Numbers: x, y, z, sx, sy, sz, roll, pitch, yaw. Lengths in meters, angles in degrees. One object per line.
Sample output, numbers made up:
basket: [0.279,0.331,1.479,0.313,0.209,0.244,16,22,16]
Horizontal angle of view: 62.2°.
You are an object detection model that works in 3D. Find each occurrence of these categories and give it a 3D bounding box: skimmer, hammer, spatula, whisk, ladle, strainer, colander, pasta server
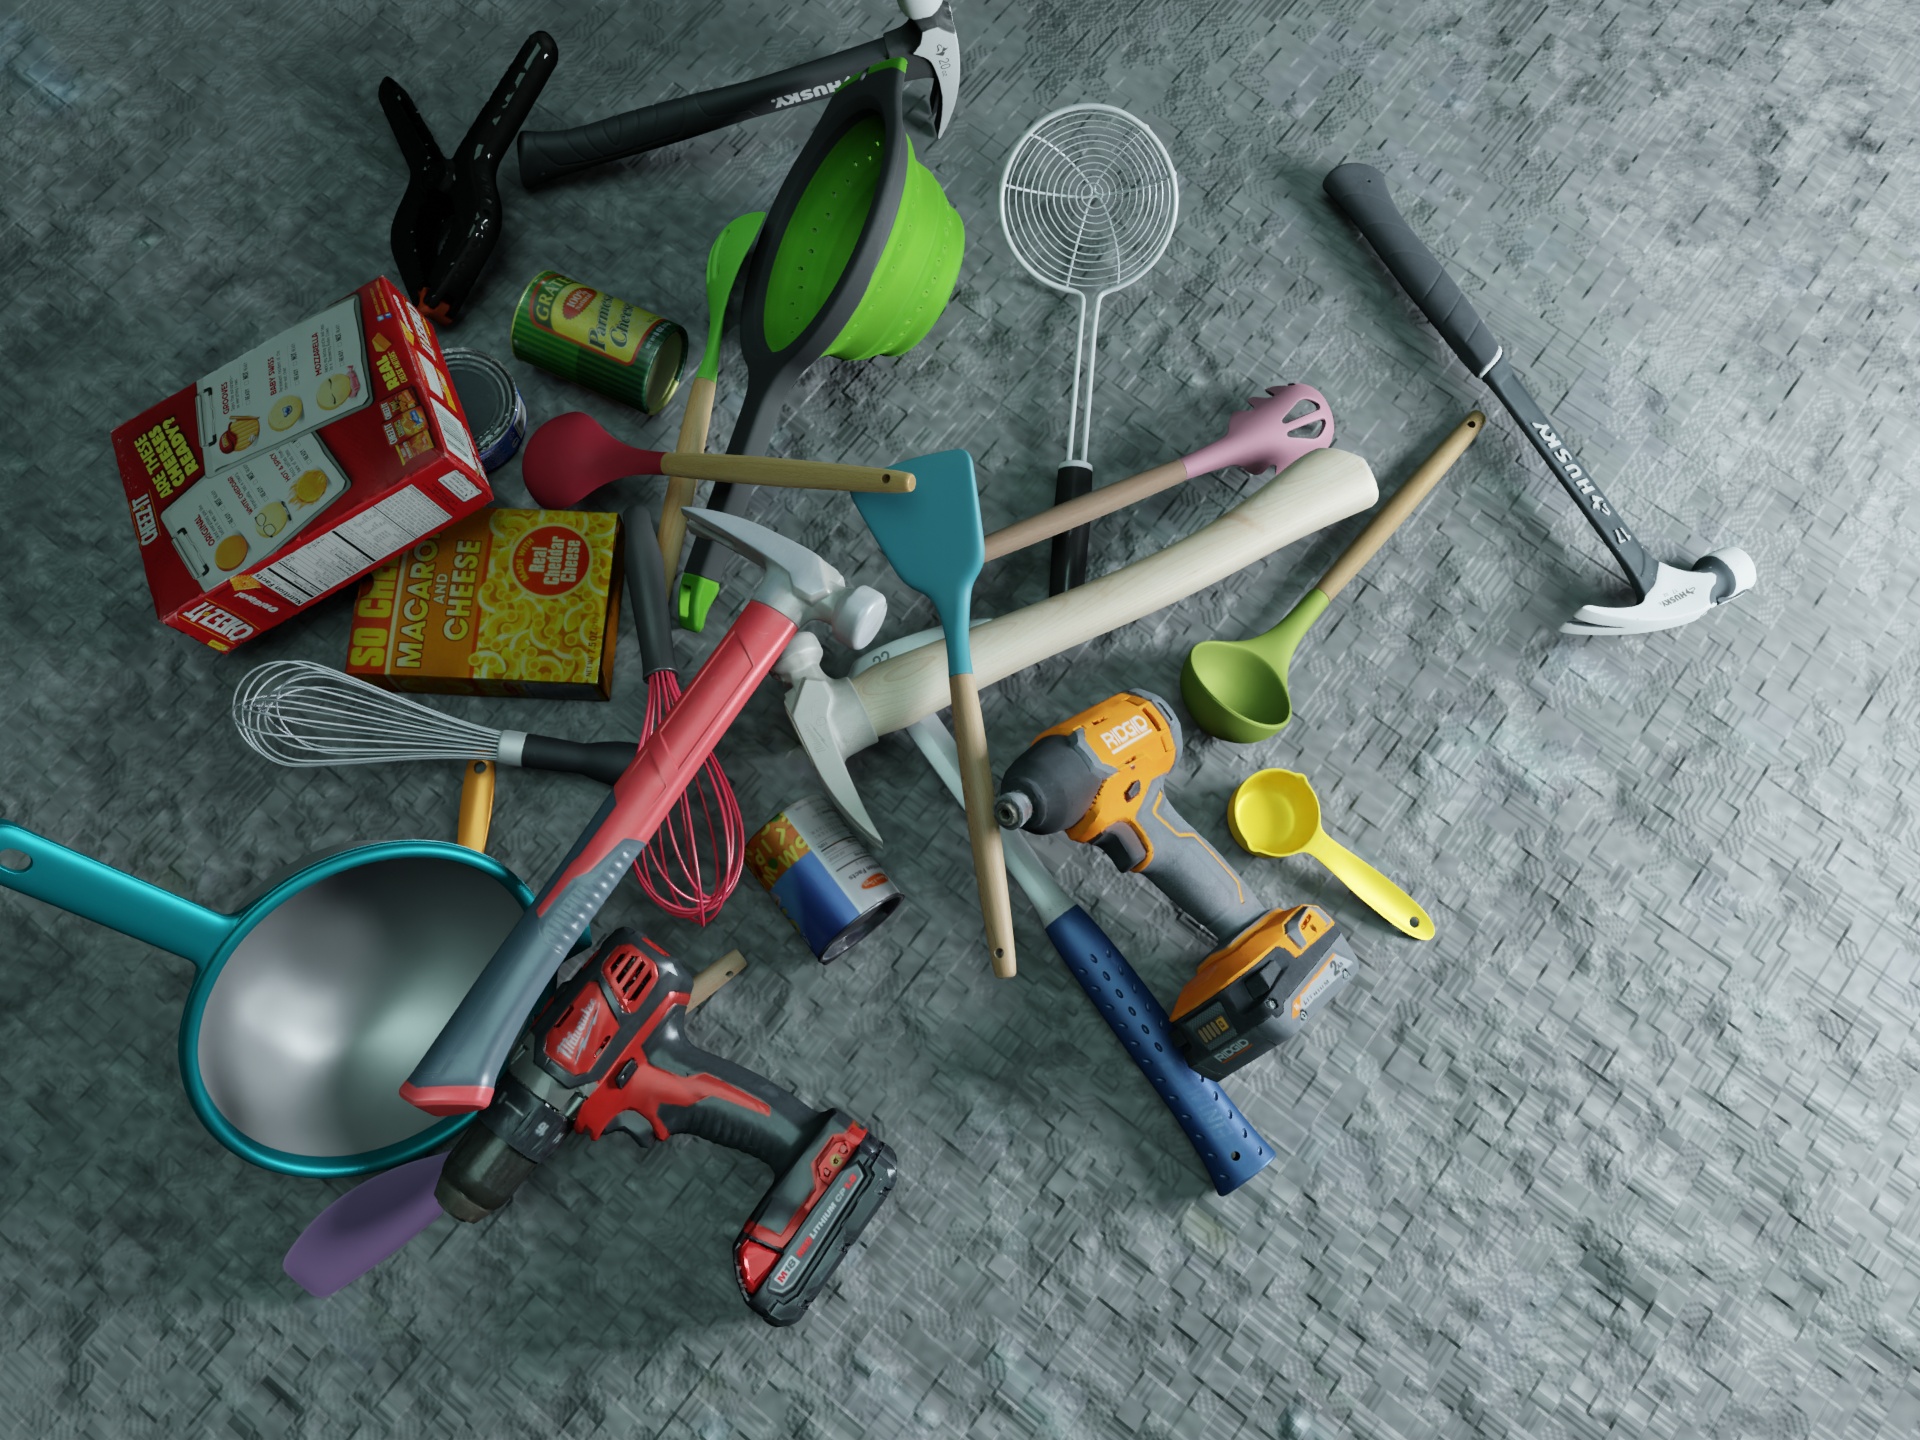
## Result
skimmer: [0.078,-0.240,1.083,0.127,0.090,0.363,2,73,12]
hammer: [0.089,-0.064,1.020,0.410,0.038,0.146,-25,76,-8]
spatula: [-0.002,-0.003,0.960,0.082,0.044,0.318,-14,77,19]
whisk: [-0.187,-0.010,1.004,0.073,0.073,0.296,-12,67,-4]
ladle: [0.260,-0.106,1.064,0.078,0.062,0.320,41,74,9]
hammer: [-0.204,0.048,0.920,0.143,0.038,0.386,29,71,14]
whisk: [-0.319,0.014,1.016,0.284,0.070,0.070,9,73,-6]
ladle: [-0.167,-0.162,1.021,0.315,0.031,0.069,8,86,27]
strainer: [-0.388,0.122,0.885,0.095,0.340,0.211,30,83,48]
spatula: [-0.262,0.236,0.961,0.316,0.059,0.018,-35,39,-14]
colander: [-0.089,-0.238,1.080,0.094,0.205,0.397,20,89,-30]
hammer: [0.373,-0.231,1.103,0.149,0.036,0.409,-22,71,-24]
hammer: [0.062,0.111,1.003,0.144,0.035,0.406,-34,76,-10]
pasta server: [0.121,-0.156,1.059,0.316,0.040,0.060,-24,95,-14]
hammer: [-0.162,-0.440,1.143,0.335,0.146,0.035,-13,73,7]

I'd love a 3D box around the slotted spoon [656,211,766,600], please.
slotted spoon: [-0.181,-0.210,1.096,0.031,0.070,0.314,15,77,-21]

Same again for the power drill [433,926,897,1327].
power drill: [-0.170,0.254,0.921,0.227,0.080,0.188,37,76,3]

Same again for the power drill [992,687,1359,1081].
power drill: [0.119,0.095,0.948,0.164,0.084,0.226,-25,75,-49]

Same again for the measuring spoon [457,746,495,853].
measuring spoon: [-0.315,0.072,1.024,0.021,0.011,0.117,2,72,0]

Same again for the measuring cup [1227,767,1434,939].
measuring cup: [0.238,0.091,1.022,0.156,0.029,0.062,38,75,-2]
